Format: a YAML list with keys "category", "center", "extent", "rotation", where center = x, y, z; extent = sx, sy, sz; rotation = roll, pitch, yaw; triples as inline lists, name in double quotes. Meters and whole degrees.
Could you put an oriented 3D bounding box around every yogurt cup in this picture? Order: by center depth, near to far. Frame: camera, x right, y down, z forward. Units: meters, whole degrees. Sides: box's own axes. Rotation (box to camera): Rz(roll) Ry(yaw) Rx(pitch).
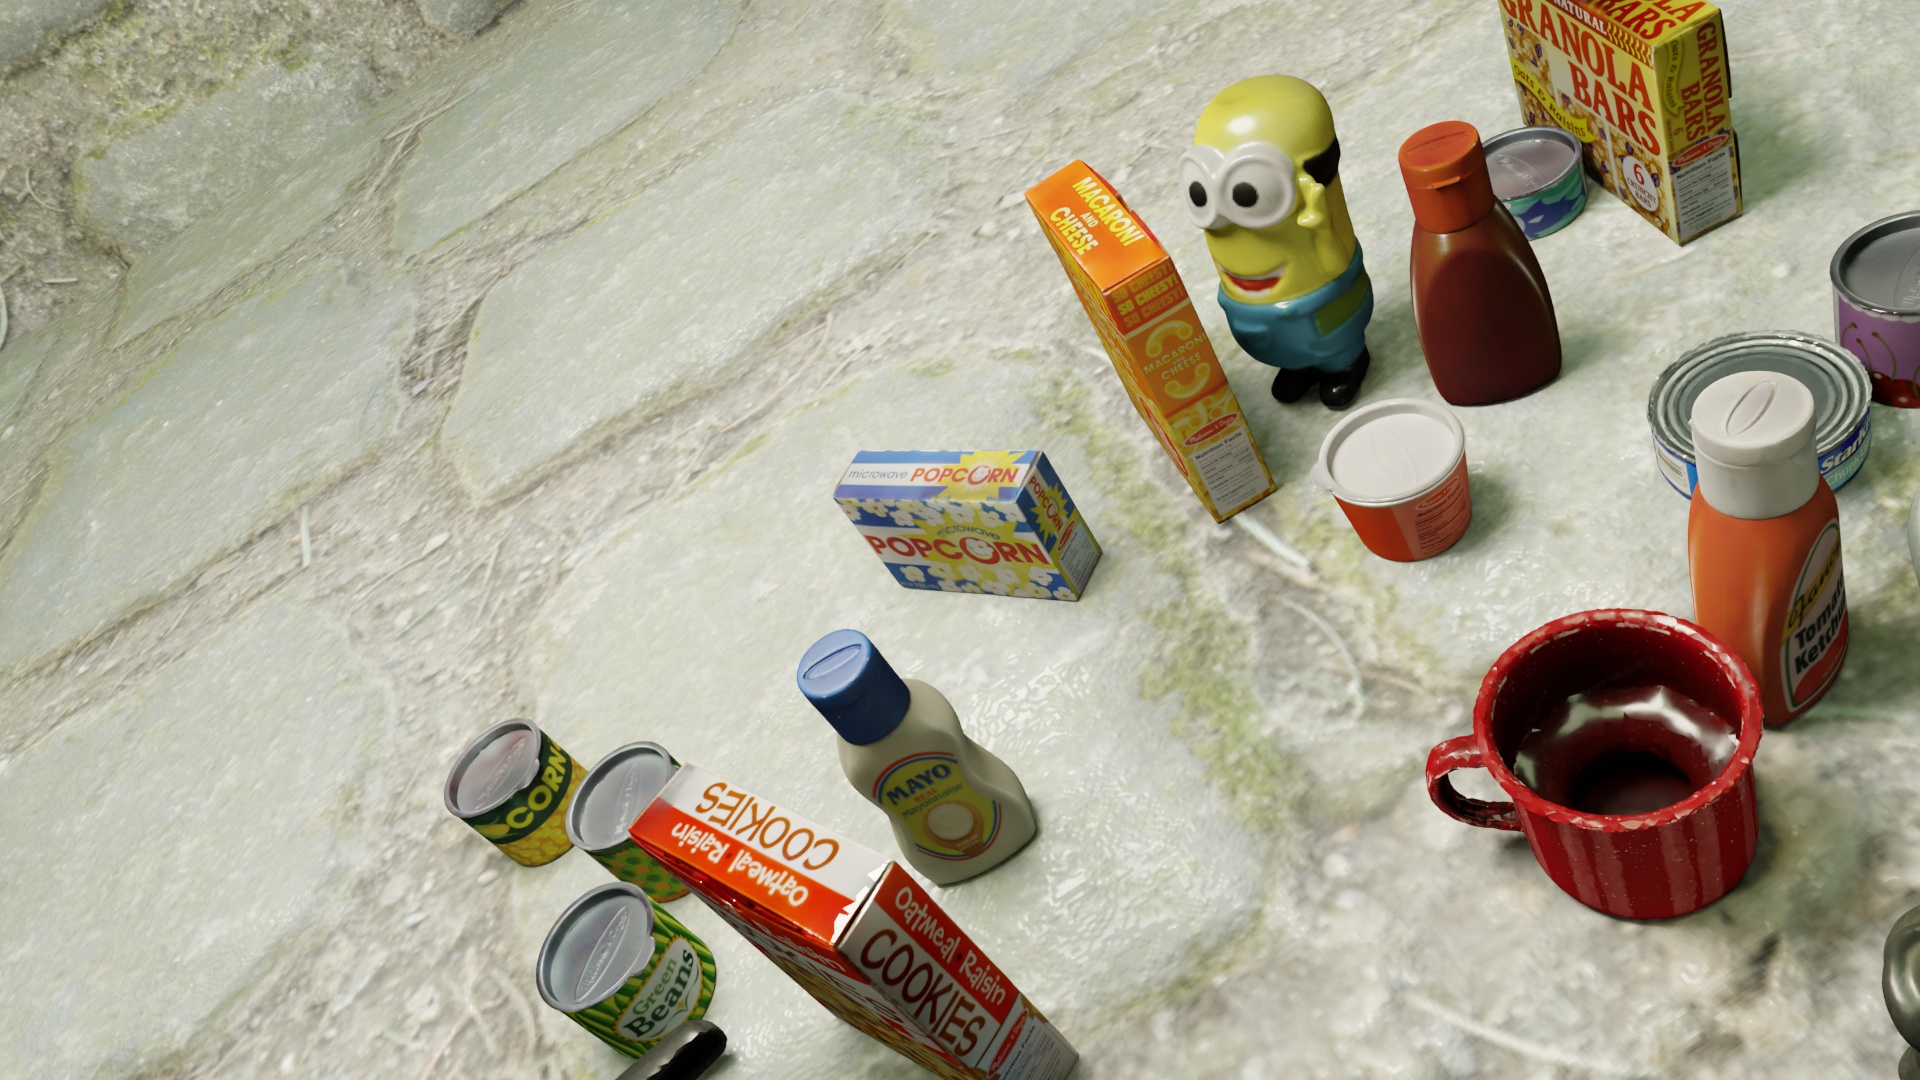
- category: "yogurt cup"
  center: [0.213, -0.027, 0.668]
  extent: [0.072, 0.053, 0.073]
  rotation: [-19, 42, 18]

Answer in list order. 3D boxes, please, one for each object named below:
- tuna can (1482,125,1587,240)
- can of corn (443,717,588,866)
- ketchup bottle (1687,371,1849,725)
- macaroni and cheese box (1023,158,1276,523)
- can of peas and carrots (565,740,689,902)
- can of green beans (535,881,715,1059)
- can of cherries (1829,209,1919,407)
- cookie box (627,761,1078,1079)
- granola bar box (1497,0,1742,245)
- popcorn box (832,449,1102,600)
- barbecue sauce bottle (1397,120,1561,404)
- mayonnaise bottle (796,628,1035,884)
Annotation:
- category: "tuna can"
  center: [0.318, -0.202, 0.791]
  extent: [0.071, 0.032, 0.071]
  rotation: [-19, 42, 18]
- category: "can of corn"
  center: [-0.251, 0.146, 0.803]
  extent: [0.071, 0.058, 0.071]
  rotation: [-19, 42, 18]
- category: "ketchup bottle"
  center: [0.294, 0.003, 0.508]
  extent: [0.065, 0.148, 0.043]
  rotation: [-48, 41, -16]
- category: "macaroni and cheese box"
  center: [0.101, -0.106, 0.736]
  extent: [0.040, 0.166, 0.124]
  rotation: [-31, 39, 5]
- category: "can of peas and carrots"
  center: [-0.164, 0.149, 0.740]
  extent: [0.071, 0.058, 0.071]
  rotation: [-19, 42, 18]
- category: "can of green beans"
  center: [-0.162, 0.210, 0.678]
  extent: [0.071, 0.057, 0.071]
  rotation: [-19, 42, 18]
- category: "can of cherries"
  center: [0.417, -0.099, 0.599]
  extent: [0.071, 0.058, 0.072]
  rotation: [-19, 42, 18]
- category: "cookie box"
  center: [-0.041, 0.164, 0.557]
  extent: [0.123, 0.167, 0.040]
  rotation: [13, 58, 42]
- category: "granola bar box"
  center: [0.350, -0.252, 0.748]
  extent: [0.039, 0.123, 0.166]
  rotation: [-27, 40, 9]
- category: "popcorn box"
  center: [0.003, -0.010, 0.769]
  extent: [0.126, 0.085, 0.038]
  rotation: [3, 52, 36]
- category: "barbecue sauce bottle"
  center: [0.249, -0.133, 0.677]
  extent: [0.065, 0.148, 0.044]
  rotation: [-14, 43, 23]
- category: "mayonnaise bottle"
  center: [-0.022, 0.098, 0.627]
  extent: [0.065, 0.147, 0.041]
  rotation: [-29, 39, 6]
